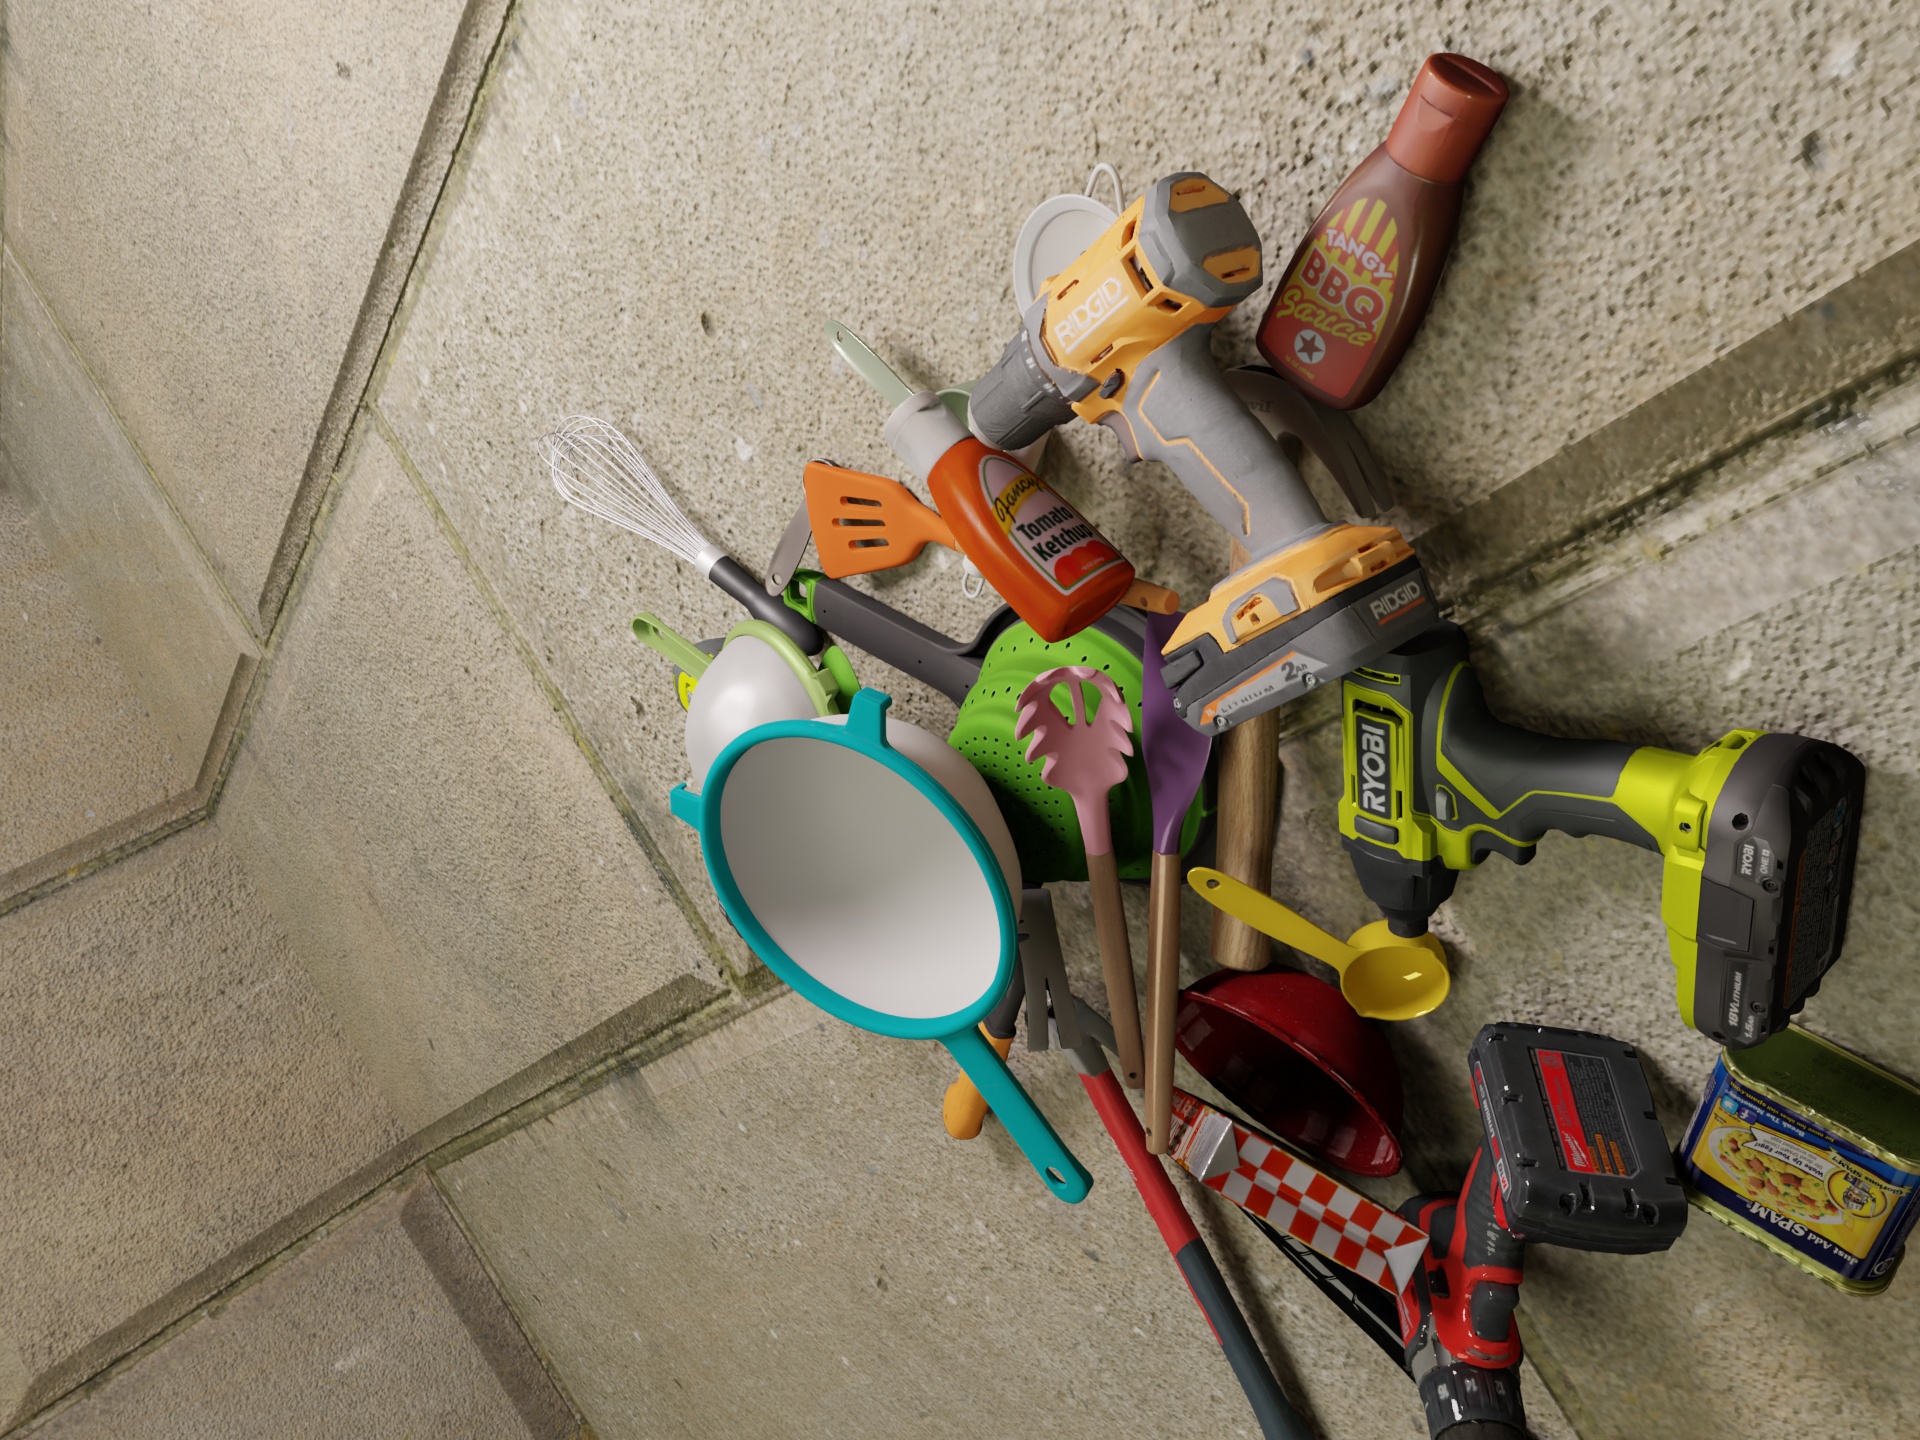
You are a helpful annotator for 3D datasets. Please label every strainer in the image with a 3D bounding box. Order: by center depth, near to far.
[{"bbox_3d":[0.044,-0.170,0.839,0.087,0.050,0.258,40,128,24],"label":"strainer"},{"bbox_3d":[-0.006,0.126,0.936,0.211,0.095,0.340,-26,103,42],"label":"strainer"},{"bbox_3d":[-0.168,-0.007,1.049,0.257,0.069,0.151,34,138,40],"label":"strainer"}]

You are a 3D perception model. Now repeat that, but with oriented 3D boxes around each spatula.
[{"bbox_3d":[0.113,0.095,0.865,0.060,0.018,0.315,25,120,55],"label":"spatula"},{"bbox_3d":[0.009,-0.098,0.937,0.323,0.041,0.081,24,130,51],"label":"spatula"}]

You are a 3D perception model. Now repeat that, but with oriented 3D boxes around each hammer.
[{"bbox_3d":[0.154,-0.017,0.829,0.130,0.031,0.331,18,120,40],"label":"hammer"},{"bbox_3d":[0.262,0.381,1.009,0.335,0.035,0.146,43,140,20],"label":"hammer"},{"bbox_3d":[0.159,0.362,1.080,0.386,0.038,0.143,62,169,-10],"label":"hammer"},{"bbox_3d":[0.026,0.232,1.121,0.336,0.034,0.127,104,159,-55],"label":"hammer"}]

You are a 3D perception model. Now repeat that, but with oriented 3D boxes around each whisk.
[{"bbox_3d":[-0.205,-0.135,1.175,0.285,0.070,0.070,39,139,17],"label":"whisk"}]

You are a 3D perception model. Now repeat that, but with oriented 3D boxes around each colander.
[{"bbox_3d":[-0.002,-0.003,0.994,0.397,0.094,0.204,28,134,34],"label":"colander"}]

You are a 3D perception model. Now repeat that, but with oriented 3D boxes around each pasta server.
[{"bbox_3d":[0.080,0.097,0.889,0.060,0.040,0.316,-4,123,11],"label":"pasta server"}]

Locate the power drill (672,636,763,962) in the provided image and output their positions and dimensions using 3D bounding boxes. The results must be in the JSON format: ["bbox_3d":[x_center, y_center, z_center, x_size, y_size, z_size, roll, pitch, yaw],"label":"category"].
[{"bbox_3d":[-0.141,0.067,1.194,0.191,0.080,0.228,36,140,50],"label":"power drill"}]

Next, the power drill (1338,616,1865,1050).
[{"bbox_3d":[0.278,0.055,0.733,0.223,0.080,0.171,21,129,45],"label":"power drill"}]

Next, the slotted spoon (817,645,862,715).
[{"bbox_3d":[-0.027,0.079,1.072,0.070,0.031,0.313,44,164,54],"label":"slotted spoon"}]

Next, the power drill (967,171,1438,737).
[{"bbox_3d":[0.098,-0.110,0.743,0.185,0.084,0.226,-31,86,53],"label":"power drill"}]

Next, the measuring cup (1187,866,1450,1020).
[{"bbox_3d":[0.191,0.110,0.852,0.156,0.029,0.062,28,127,-7],"label":"measuring cup"}]

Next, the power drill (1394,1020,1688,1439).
[{"bbox_3d":[0.282,0.286,0.809,0.080,0.188,0.226,8,129,-1],"label":"power drill"}]

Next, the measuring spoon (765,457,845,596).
[{"bbox_3d":[-0.105,-0.129,1.076,0.034,0.018,0.124,44,133,12],"label":"measuring spoon"}]

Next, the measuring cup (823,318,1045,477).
[{"bbox_3d":[-0.015,-0.188,0.930,0.168,0.038,0.083,45,141,21],"label":"measuring cup"}]
